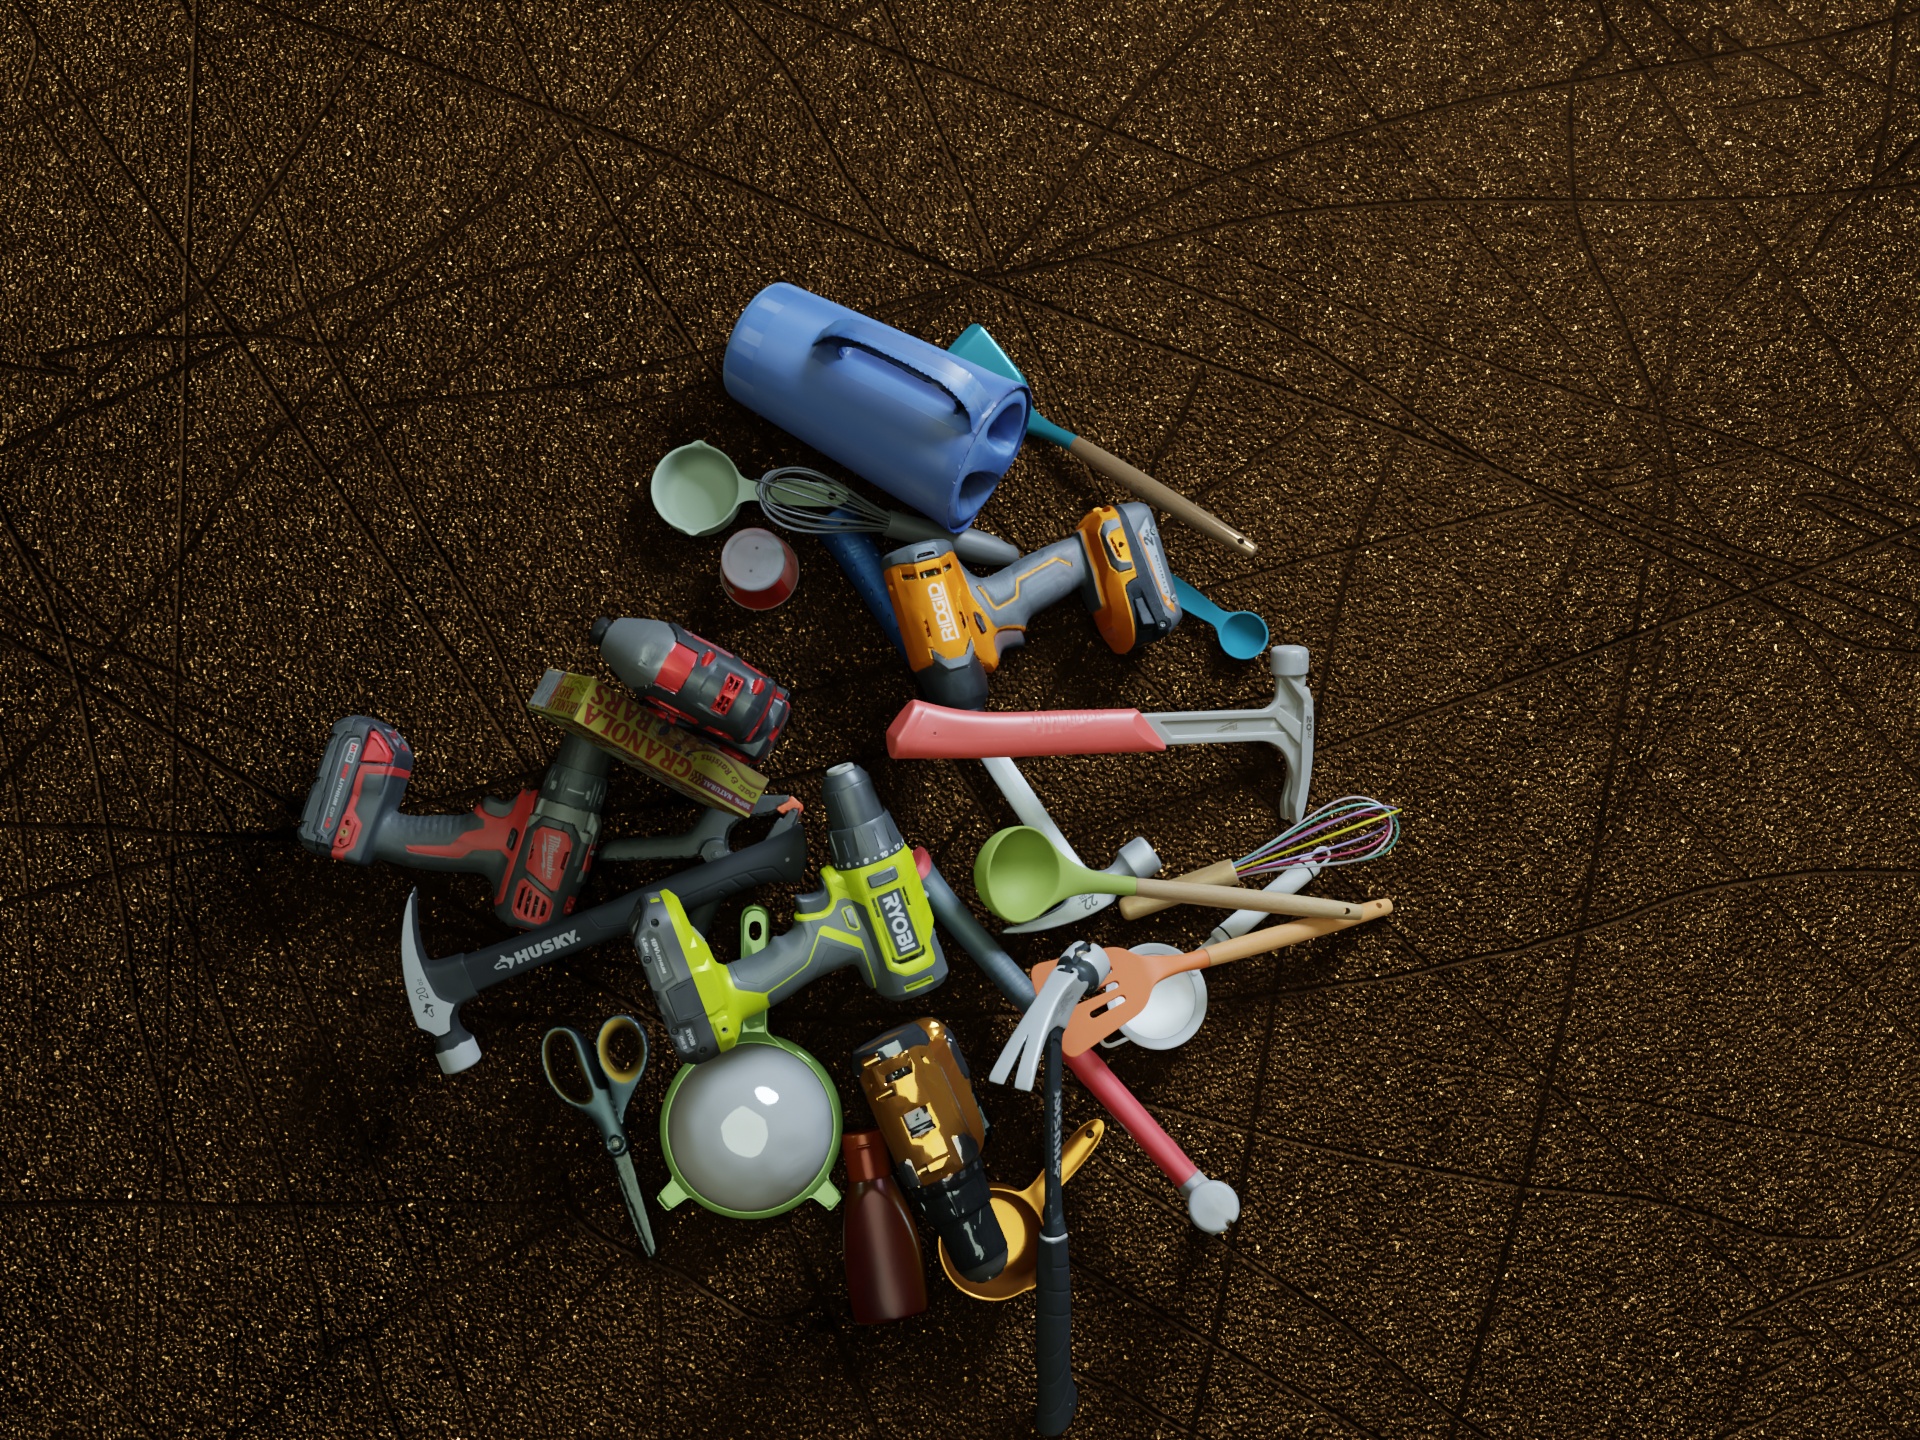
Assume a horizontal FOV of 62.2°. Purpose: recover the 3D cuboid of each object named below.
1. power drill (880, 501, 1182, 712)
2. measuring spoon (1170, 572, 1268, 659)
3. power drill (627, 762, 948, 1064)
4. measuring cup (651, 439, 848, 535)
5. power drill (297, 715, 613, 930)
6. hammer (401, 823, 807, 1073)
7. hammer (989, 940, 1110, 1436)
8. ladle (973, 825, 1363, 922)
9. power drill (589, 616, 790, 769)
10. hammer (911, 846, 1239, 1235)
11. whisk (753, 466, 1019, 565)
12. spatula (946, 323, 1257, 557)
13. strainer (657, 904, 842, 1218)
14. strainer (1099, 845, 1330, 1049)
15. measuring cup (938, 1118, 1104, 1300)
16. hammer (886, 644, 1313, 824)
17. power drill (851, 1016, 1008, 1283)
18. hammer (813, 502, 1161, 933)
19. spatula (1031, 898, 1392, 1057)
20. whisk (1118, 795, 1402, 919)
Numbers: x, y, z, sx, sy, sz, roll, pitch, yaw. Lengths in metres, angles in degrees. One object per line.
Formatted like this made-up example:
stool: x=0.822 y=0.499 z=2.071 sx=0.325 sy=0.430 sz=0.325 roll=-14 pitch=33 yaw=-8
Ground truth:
power drill: x=0.062 y=-0.084 z=1.315 sx=0.226 sy=0.084 sz=0.164 roll=-15 pitch=86 yaw=-15
measuring spoon: x=0.208 y=-0.096 z=1.374 sx=0.129 sy=0.021 sz=0.042 roll=36 pitch=85 yaw=13
power drill: x=-0.139 y=0.154 z=1.251 sx=0.228 sy=0.080 sz=0.190 roll=-21 pitch=100 yaw=-13
measuring cup: x=-0.179 y=-0.193 z=1.366 sx=0.167 sy=0.038 sz=0.083 roll=3 pitch=83 yaw=-2
power drill: x=-0.404 y=0.061 z=1.314 sx=0.226 sy=0.080 sz=0.188 roll=17 pitch=84 yaw=-2
hammer: x=-0.280 y=0.154 z=1.274 sx=0.335 sy=0.035 sz=0.146 roll=-21 pitch=102 yaw=-9
hammer: x=0.069 y=0.377 z=1.200 sx=0.036 sy=0.149 sz=0.408 roll=9 pitch=115 yaw=24
ladle: x=0.169 y=0.138 z=1.284 sx=0.320 sy=0.062 sz=0.078 roll=7 pitch=86 yaw=-1
power drill: x=-0.209 y=-0.026 z=1.253 sx=0.143 sy=0.219 sz=0.078 roll=27 pitch=83 yaw=2
hammer: x=0.081 y=0.257 z=1.297 sx=0.038 sy=0.143 sz=0.386 roll=-41 pitch=74 yaw=-6
whisk: x=-0.059 y=-0.166 z=1.333 sx=0.238 sy=0.055 sz=0.055 roll=13 pitch=83 yaw=-19
spatula: x=0.116 y=-0.226 z=1.355 sx=0.318 sy=0.044 sz=0.082 roll=34 pitch=80 yaw=16
strainer: x=-0.172 y=0.279 z=1.292 sx=0.151 sy=0.069 sz=0.256 roll=0 pitch=85 yaw=-1
strainer: x=0.212 y=0.188 z=1.325 sx=0.258 sy=0.050 sz=0.087 roll=-37 pitch=85 yaw=-11
measuring cup: x=0.054 y=0.388 z=1.292 sx=0.095 sy=0.052 sz=0.173 roll=43 pitch=82 yaw=4
hammer: x=0.118 y=0.018 z=1.286 sx=0.359 sy=0.037 sz=0.149 roll=-2 pitch=99 yaw=-16
power drill: x=-0.018 y=0.318 z=1.210 sx=0.084 sy=0.226 sz=0.185 roll=-25 pitch=84 yaw=-4
hammer: x=-0.002 y=-0.004 z=1.346 sx=0.144 sy=0.035 sz=0.405 roll=-34 pitch=85 yaw=-5
spatula: x=0.215 y=0.190 z=1.287 sx=0.322 sy=0.041 sz=0.081 roll=-11 pitch=59 yaw=-23
whisk: x=0.249 y=0.119 z=1.320 sx=0.245 sy=0.047 sz=0.051 roll=-21 pitch=111 yaw=9
